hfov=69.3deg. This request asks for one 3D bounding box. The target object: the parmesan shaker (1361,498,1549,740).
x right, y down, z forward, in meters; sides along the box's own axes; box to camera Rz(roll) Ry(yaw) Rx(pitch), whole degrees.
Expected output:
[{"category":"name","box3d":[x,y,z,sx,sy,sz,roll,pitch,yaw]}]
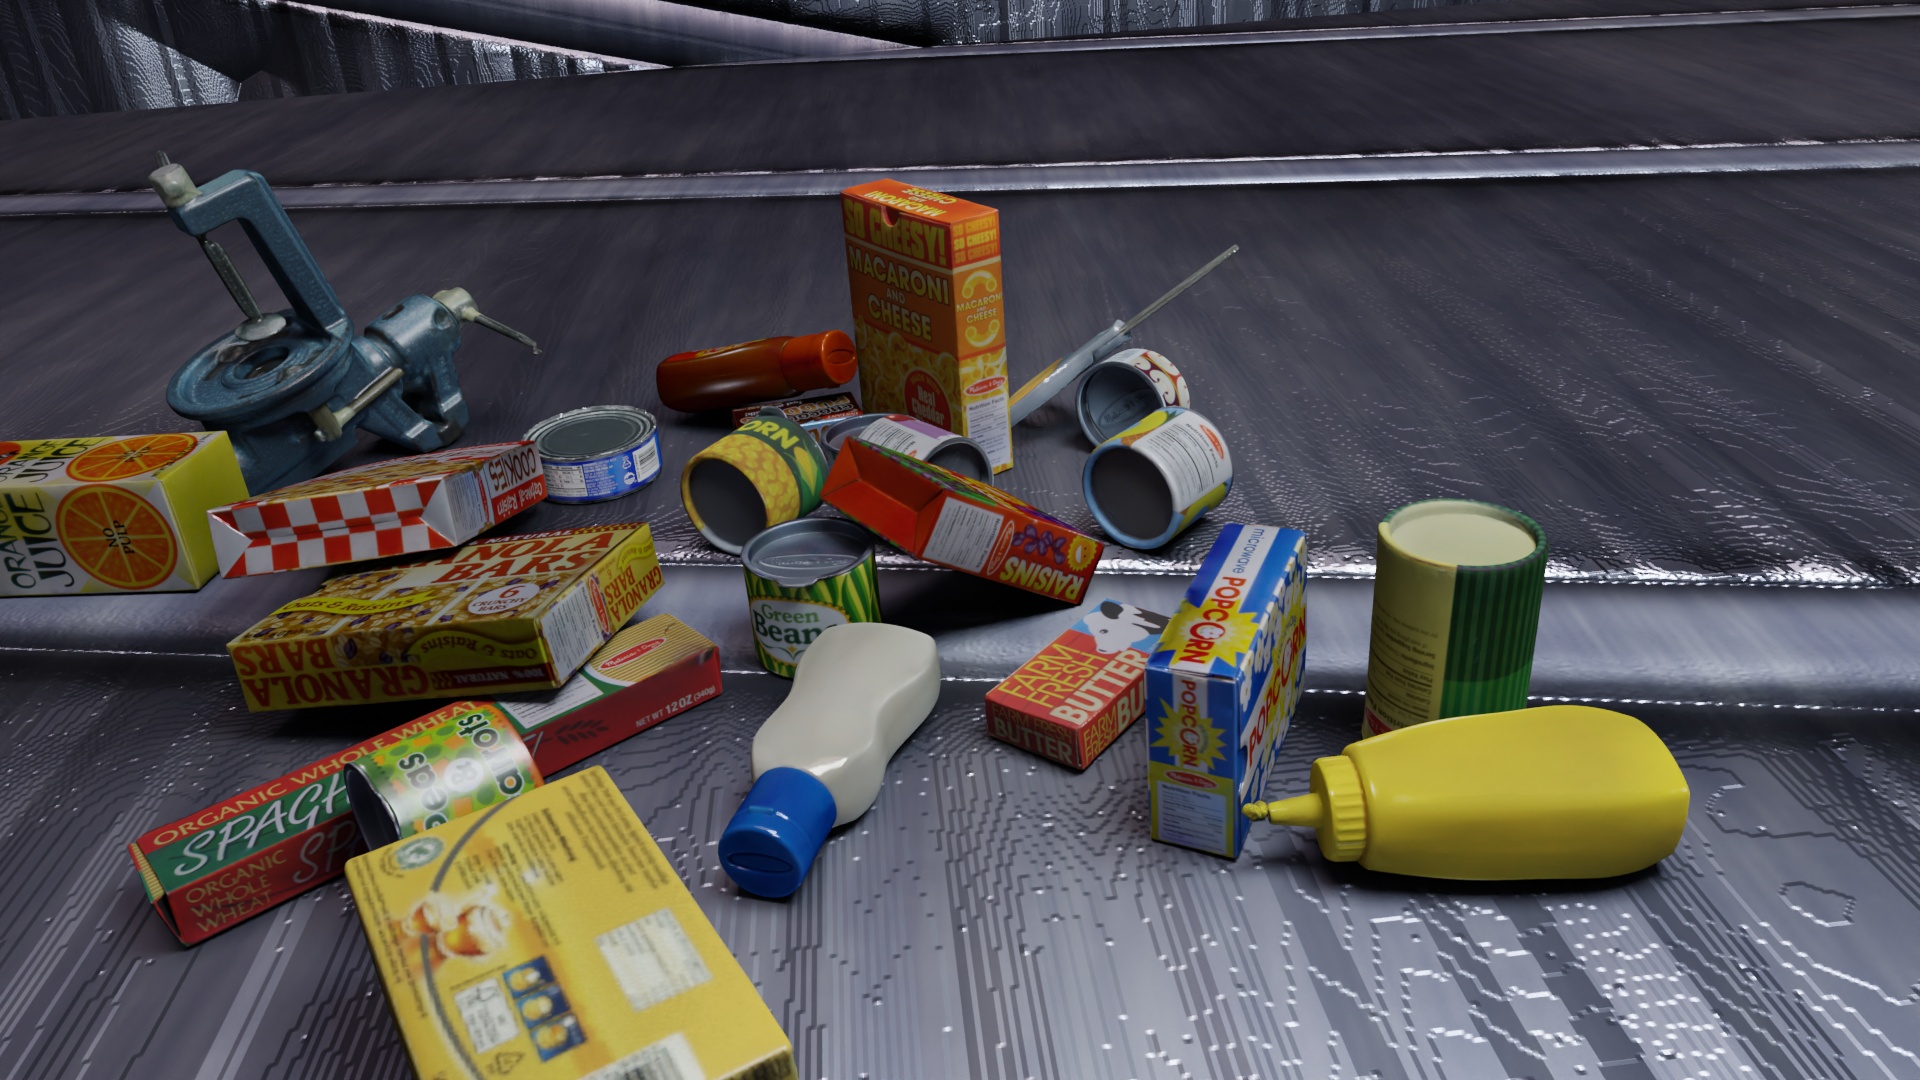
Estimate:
[{"category":"parmesan shaker","box3d":[0.207,0.043,0.579,0.071,0.102,0.071,-3,27,2]}]

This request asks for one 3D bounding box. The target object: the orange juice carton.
[{"category":"orange juice carton","box3d":[-0.532,-0.015,0.823,0.193,0.072,0.072,-2,28,5]}]

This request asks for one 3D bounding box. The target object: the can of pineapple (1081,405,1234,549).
[{"category":"can of pineapple","box3d":[0.110,-0.034,0.783,0.071,0.070,0.058,19,35,37]}]

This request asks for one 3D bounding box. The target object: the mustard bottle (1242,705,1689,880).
[{"category":"mustard bottle","box3d":[0.187,0.099,0.533,0.160,0.048,0.065,-4,29,1]}]

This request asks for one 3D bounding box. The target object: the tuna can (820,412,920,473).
[{"category":"tuna can","box3d":[-0.051,-0.053,0.873,0.071,0.032,0.071,-3,28,2]}]

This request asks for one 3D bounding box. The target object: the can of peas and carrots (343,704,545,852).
[{"category":"can of peas and carrots","box3d":[-0.202,0.105,0.551,0.059,0.070,0.071,-25,34,-35]}]

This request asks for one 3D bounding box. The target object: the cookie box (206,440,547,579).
[{"category":"cookie box","box3d":[-0.319,-0.022,0.783,0.123,0.040,0.168,-8,10,1]}]

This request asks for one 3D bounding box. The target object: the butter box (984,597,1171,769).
[{"category":"butter box","box3d":[0.062,0.064,0.643,0.053,0.024,0.104,16,33,34]}]

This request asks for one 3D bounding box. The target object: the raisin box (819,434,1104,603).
[{"category":"raisin box","box3d":[0.003,-0.009,0.711,0.123,0.040,0.086,17,8,-45]}]

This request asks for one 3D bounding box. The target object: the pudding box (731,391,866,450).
[{"category":"pudding box","box3d":[-0.107,-0.071,0.918,0.084,0.030,0.050,-10,28,-11]}]

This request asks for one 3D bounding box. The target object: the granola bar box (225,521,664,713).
[{"category":"granola bar box","box3d":[-0.248,0.035,0.686,0.165,0.039,0.125,-6,19,14]}]

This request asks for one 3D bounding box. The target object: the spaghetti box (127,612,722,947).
[{"category":"spaghetti box","box3d":[-0.224,0.097,0.614,0.251,0.028,0.050,-25,33,-34]}]

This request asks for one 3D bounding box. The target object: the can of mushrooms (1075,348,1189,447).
[{"category":"can of mushrooms","box3d":[0.110,-0.084,0.880,0.071,0.070,0.033,15,32,32]}]

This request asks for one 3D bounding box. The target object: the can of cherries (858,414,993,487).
[{"category":"can of cherries","box3d":[-0.023,-0.033,0.801,0.072,0.071,0.058,-26,33,-35]}]

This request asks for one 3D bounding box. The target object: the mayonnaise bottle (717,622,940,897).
[{"category":"mayonnaise bottle","box3d":[-0.057,0.089,0.595,0.065,0.041,0.149,3,29,17]}]

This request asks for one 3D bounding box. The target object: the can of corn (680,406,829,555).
[{"category":"can of corn","box3d":[-0.120,-0.035,0.806,0.071,0.070,0.058,12,32,27]}]

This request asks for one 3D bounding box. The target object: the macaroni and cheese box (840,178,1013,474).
[{"category":"macaroni and cheese box","box3d":[-0.022,-0.134,0.880,0.040,0.165,0.124,-22,32,-30]}]

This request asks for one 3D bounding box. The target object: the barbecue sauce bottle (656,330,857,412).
[{"category":"barbecue sauce bottle","box3d":[-0.137,-0.116,0.952,0.148,0.043,0.065,-3,7,36]}]

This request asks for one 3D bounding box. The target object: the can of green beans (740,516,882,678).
[{"category":"can of green beans","box3d":[-0.073,0.028,0.693,0.071,0.057,0.071,-3,27,2]}]

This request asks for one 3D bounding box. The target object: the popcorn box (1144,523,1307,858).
[{"category":"popcorn box","box3d":[0.114,0.058,0.582,0.038,0.084,0.127,7,30,23]}]
